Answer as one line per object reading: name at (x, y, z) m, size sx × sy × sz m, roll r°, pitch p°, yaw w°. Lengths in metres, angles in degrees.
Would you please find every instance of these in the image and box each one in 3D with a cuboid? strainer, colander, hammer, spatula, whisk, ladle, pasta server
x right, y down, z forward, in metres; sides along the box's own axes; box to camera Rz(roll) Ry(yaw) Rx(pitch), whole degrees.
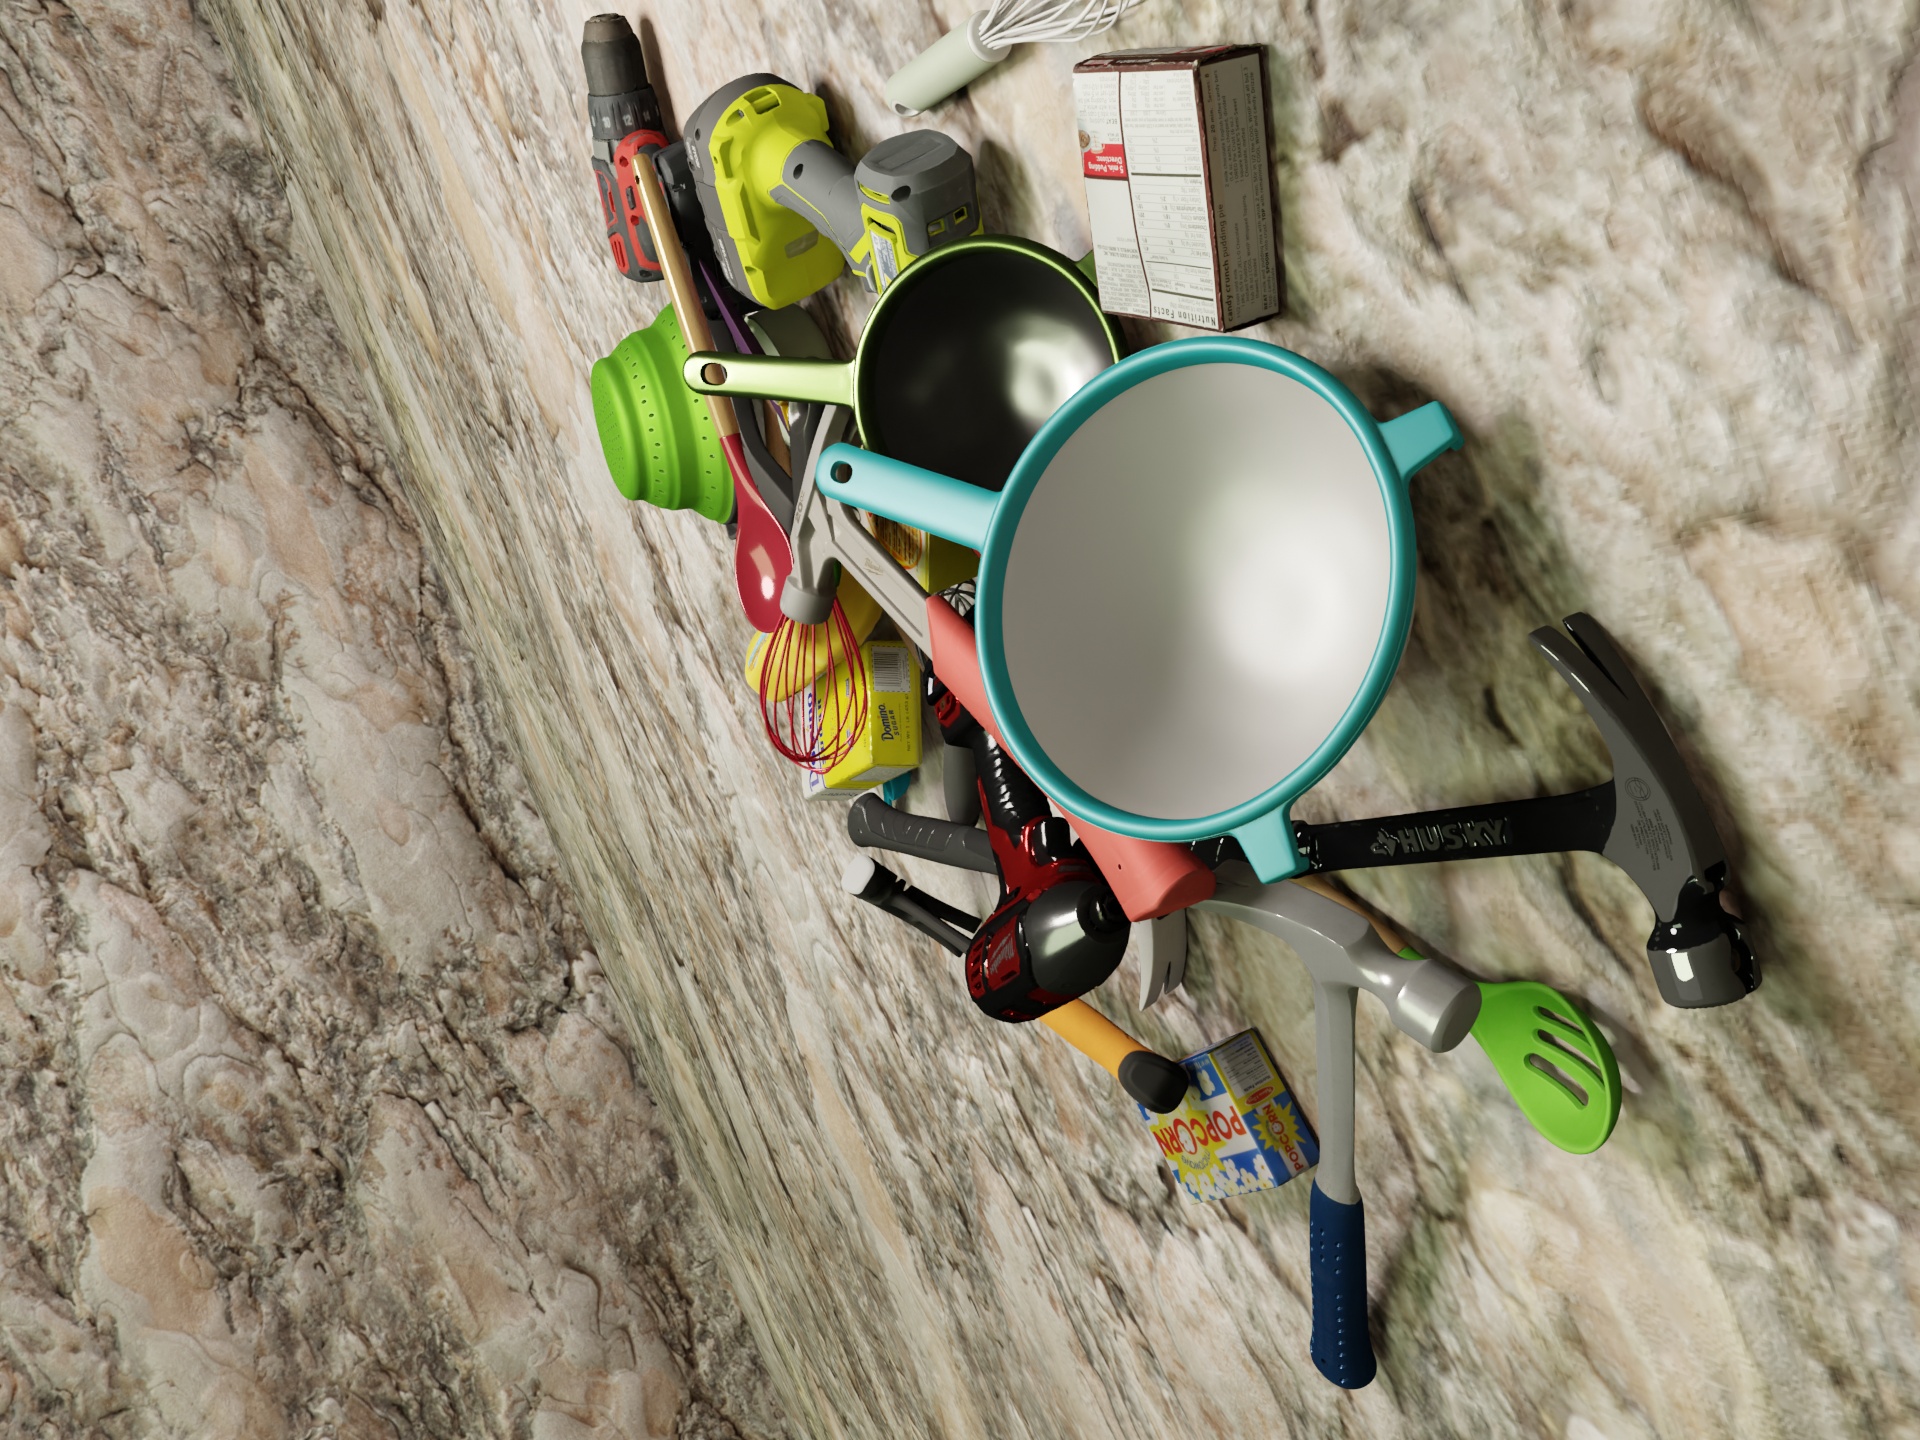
strainer at (-0.022, -0.176, 0.831) m, size 0.256 × 0.069 × 0.151 m, roll 9°, pitch 107°, yaw 24°
colander at (-0.196, -0.192, 1.181) m, size 0.398 × 0.094 × 0.204 m, roll -129°, pitch 30°, yaw -48°
hammer at (0.024, 0.095, 1.068) m, size 0.335 × 0.035 × 0.146 m, roll 7°, pitch 118°, yaw 54°
spatula at (-0.094, -0.167, 1.072) m, size 0.315 × 0.018 × 0.060 m, roll 61°, pitch -177°, yaw -19°
strainer at (0.070, -0.072, 0.731) m, size 0.341 × 0.095 × 0.211 m, roll 25°, pitch 101°, yaw 41°
hammer at (0.168, 0.055, 0.746) m, size 0.409 × 0.036 × 0.149 m, roll -16°, pitch 93°, yaw 62°
whisk at (-0.092, -0.088, 0.999) m, size 0.073 × 0.073 × 0.295 m, roll 43°, pitch 141°, yaw 42°
ladle at (-0.161, -0.211, 1.042) m, size 0.069 × 0.031 × 0.315 m, roll -5°, pitch 106°, yaw 47°
hammer at (0.191, 0.231, 0.823) m, size 0.144 × 0.035 × 0.405 m, roll 32°, pitch 148°, yaw 39°
whisk at (-0.001, -0.003, 1.073) m, size 0.055 × 0.055 × 0.238 m, roll 48°, pitch 154°, yaw 36°
hammer at (0.042, 0.178, 1.067) m, size 0.127 × 0.034 × 0.337 m, roll 34°, pitch 176°, yaw -34°
hammer at (0.011, -0.032, 0.821) m, size 0.359 × 0.036 × 0.149 m, roll 48°, pitch 130°, yaw 39°
pasta server at (-0.144, -0.151, 1.247) m, size 0.060 × 0.040 × 0.316 m, roll -125°, pitch 26°, yaw -46°
whisk at (0.017, -0.328, 0.754) m, size 0.246 × 0.057 × 0.059 m, roll 12°, pitch 87°, yaw 65°

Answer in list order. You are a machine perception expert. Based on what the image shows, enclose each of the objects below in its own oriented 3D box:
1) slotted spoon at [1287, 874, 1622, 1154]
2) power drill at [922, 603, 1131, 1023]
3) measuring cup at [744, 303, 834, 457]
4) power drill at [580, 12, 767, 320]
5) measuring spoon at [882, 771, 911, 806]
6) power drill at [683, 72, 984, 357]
slotted spoon at (0.198, 0.102, 0.776) m, size 0.314 × 0.031 × 0.070 m, roll 38°, pitch 135°, yaw 51°
power drill at (0.043, 0.046, 0.879) m, size 0.143 × 0.078 × 0.220 m, roll 134°, pitch 135°, yaw -58°
measuring cup at (-0.112, -0.230, 1.123) m, size 0.083 × 0.038 × 0.167 m, roll 55°, pitch 168°, yaw 20°
power drill at (-0.204, -0.388, 1.118) m, size 0.227 × 0.080 × 0.187 m, roll 41°, pitch 145°, yaw 50°
measuring spoon at (-0.049, 0.063, 1.274) m, size 0.128 × 0.021 × 0.042 m, roll 89°, pitch 162°, yaw -58°
power drill at (-0.062, -0.271, 0.919) m, size 0.223 × 0.080 × 0.171 m, roll 41°, pitch 155°, yaw 39°
